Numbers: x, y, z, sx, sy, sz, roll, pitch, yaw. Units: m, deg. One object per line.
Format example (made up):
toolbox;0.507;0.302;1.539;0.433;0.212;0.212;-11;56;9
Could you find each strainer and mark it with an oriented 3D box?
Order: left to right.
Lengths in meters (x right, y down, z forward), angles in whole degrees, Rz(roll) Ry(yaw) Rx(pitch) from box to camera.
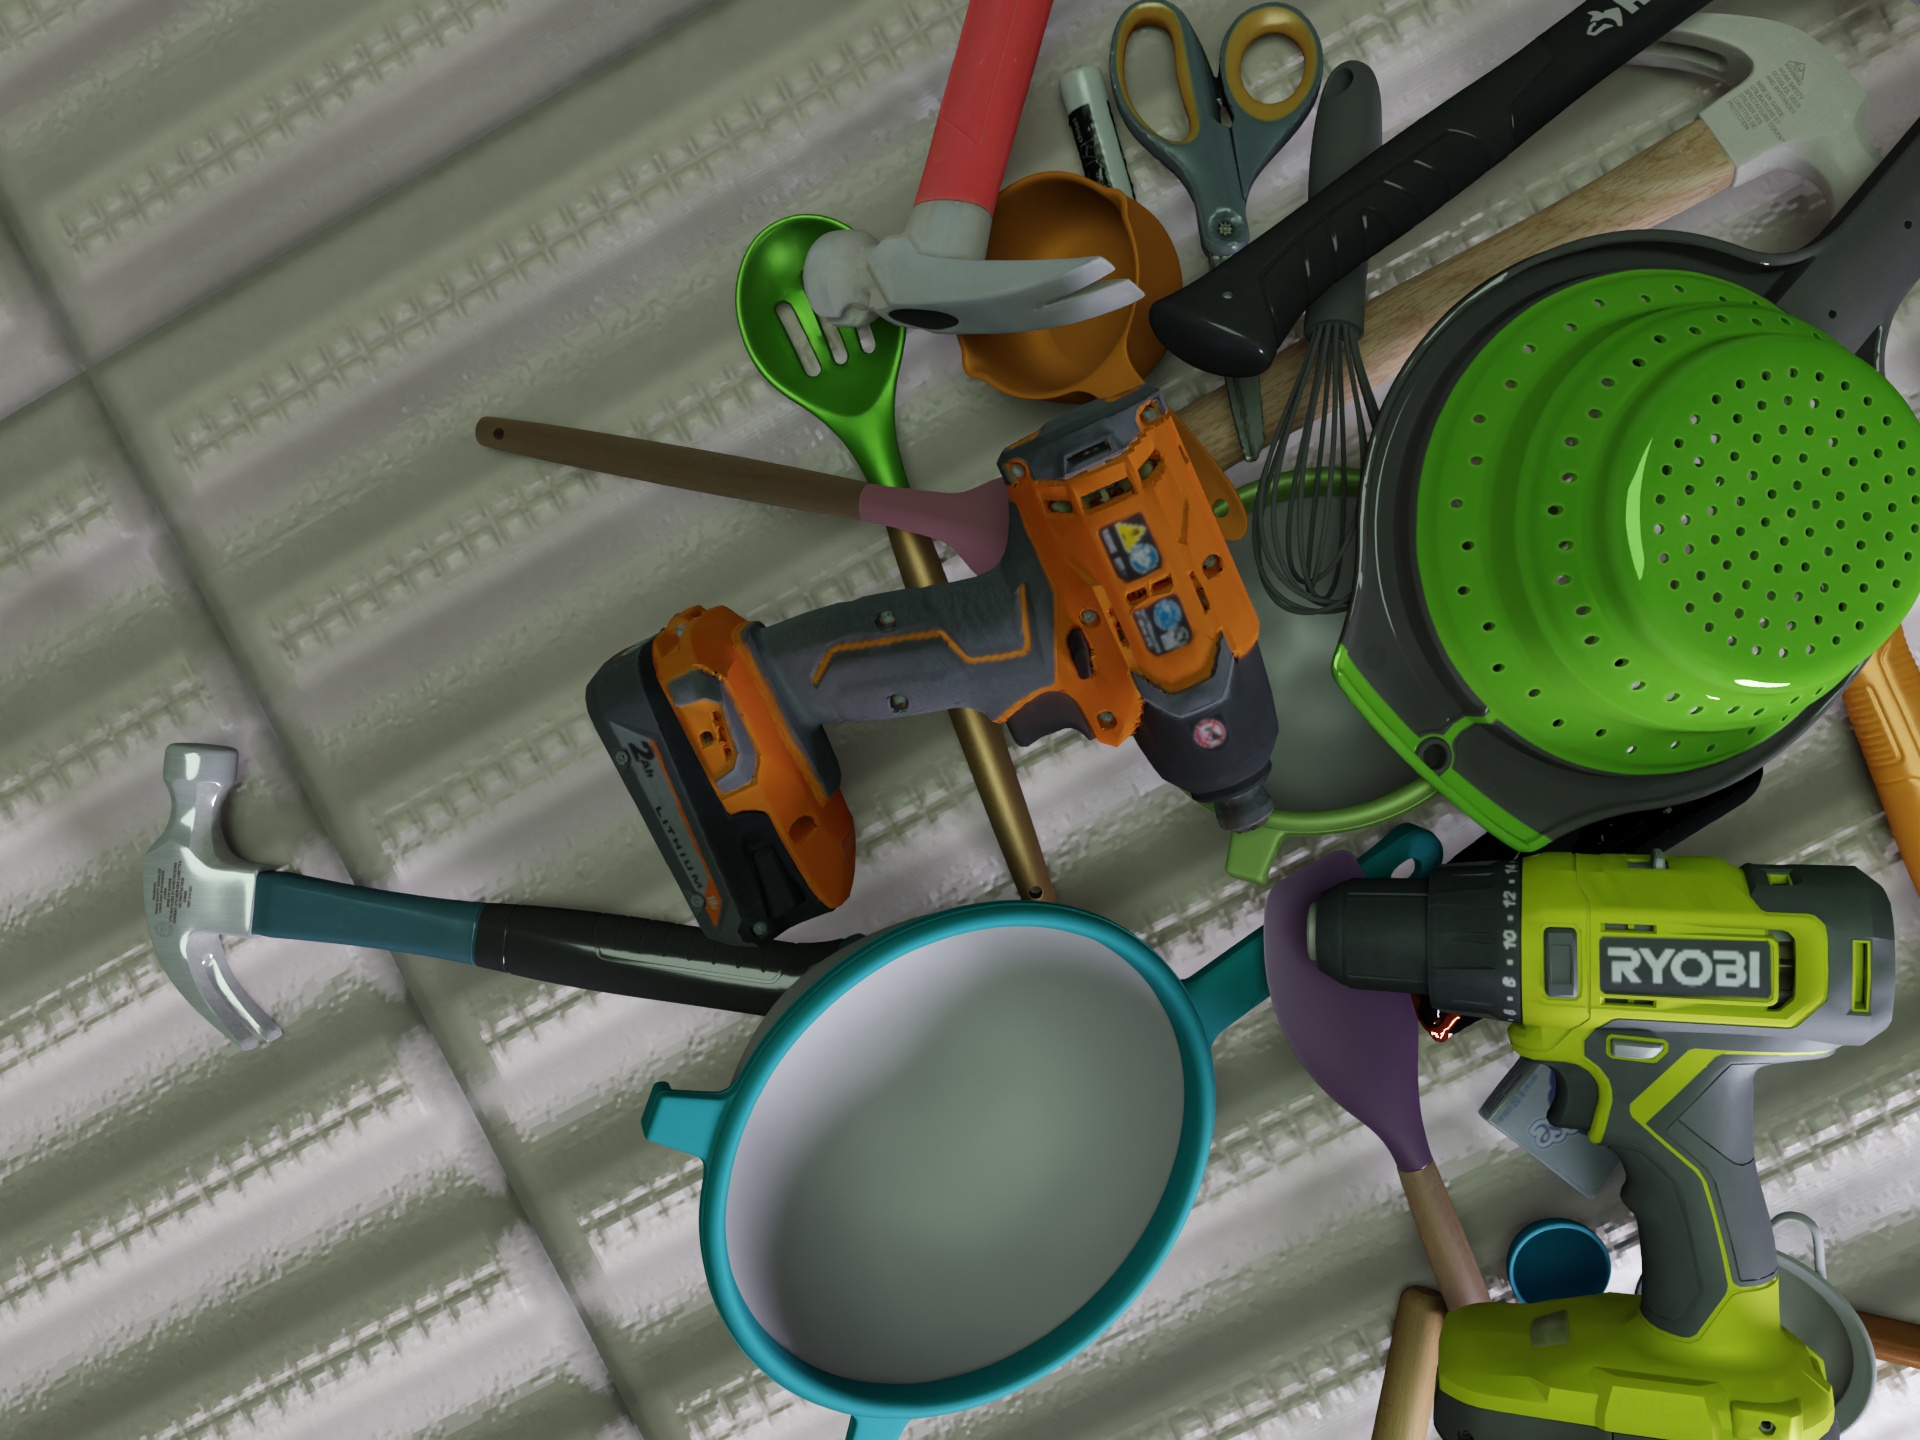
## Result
strainer;0.041;0.125;0.648;0.340;0.095;0.210;-31;115;-16
strainer;0.190;-0.044;0.628;0.256;0.069;0.152;-27;64;8
strainer;0.295;0.302;0.641;0.087;0.050;0.258;24;108;33

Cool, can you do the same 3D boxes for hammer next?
hammer;-0.194;0.094;0.692;0.331;0.033;0.128;8;91;5
hammer;0.047;-0.336;0.617;0.143;0.038;0.386;11;83;38
hammer;0.194;-0.170;0.640;0.331;0.031;0.130;-28;73;9
hammer;0.207;-0.238;0.595;0.335;0.035;0.146;-37;69;-7
hammer;0.377;-0.017;0.638;0.127;0.034;0.337;-21;90;6

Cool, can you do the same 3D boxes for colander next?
colander;0.298;-0.127;0.530;0.204;0.094;0.397;41;88;-9

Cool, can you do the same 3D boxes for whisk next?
whisk;0.145;-0.151;0.609;0.055;0.055;0.239;6;74;5
whisk;0.174;0.360;0.663;0.051;0.047;0.245;11;89;6

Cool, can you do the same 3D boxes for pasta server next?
pasta server;-0.061;-0.093;0.654;0.316;0.040;0.060;13;91;18

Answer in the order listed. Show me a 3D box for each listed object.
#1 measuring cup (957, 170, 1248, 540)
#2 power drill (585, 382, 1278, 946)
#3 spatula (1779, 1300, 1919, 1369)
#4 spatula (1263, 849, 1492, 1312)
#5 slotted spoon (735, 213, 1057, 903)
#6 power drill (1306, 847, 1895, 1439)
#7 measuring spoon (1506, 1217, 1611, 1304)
measuring cup;0.069;-0.138;0.629;0.095;0.052;0.174;-44;71;30
power drill;-0.001;-0.002;0.580;0.226;0.084;0.164;-24;100;10
spatula;0.452;0.270;0.635;0.322;0.041;0.081;12;100;6
spatula;0.191;0.203;0.644;0.060;0.018;0.316;-26;100;-18
slotted spoon;-0.018;-0.061;0.676;0.070;0.031;0.314;-20;92;5
power drill;0.226;0.159;0.579;0.190;0.080;0.228;-1;96;20
measuring spoon;0.253;0.266;0.669;0.042;0.021;0.128;-8;100;3
